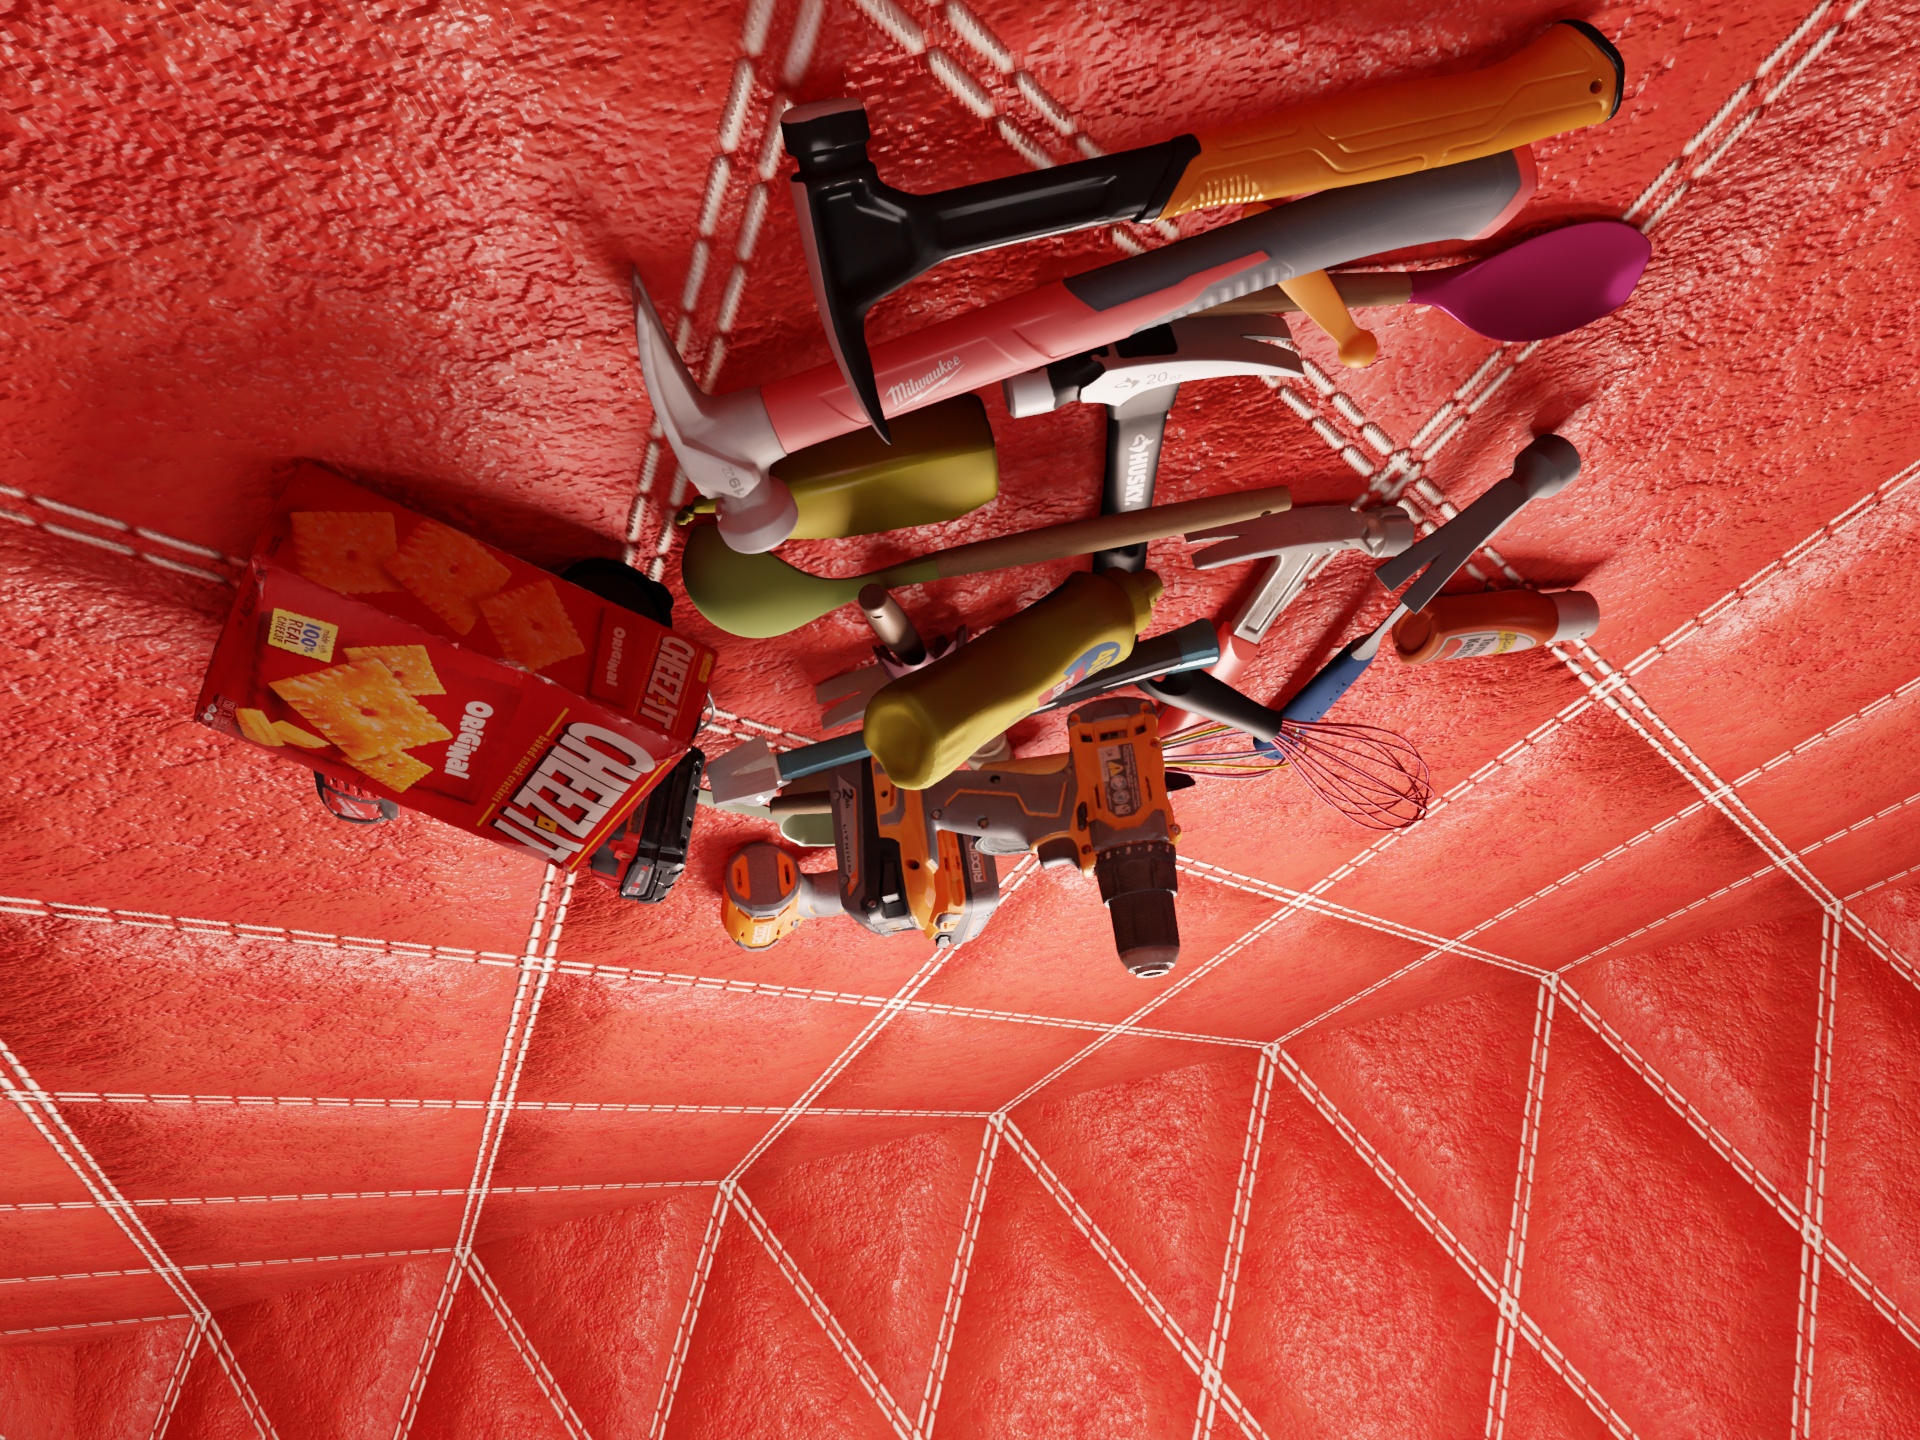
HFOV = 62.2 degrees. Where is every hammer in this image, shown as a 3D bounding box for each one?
[{"bbox_3d":[0.280,-0.053,1.105,0.144,0.035,0.405,-37,169,-20],"label":"hammer"},{"bbox_3d":[-0.002,-0.003,0.988,0.331,0.033,0.128,-17,175,6],"label":"hammer"},{"bbox_3d":[0.104,-0.210,0.628,0.337,0.034,0.127,-15,117,-7],"label":"hammer"},{"bbox_3d":[0.017,0.036,1.210,0.146,0.038,0.410,-15,158,8],"label":"hammer"},{"bbox_3d":[0.098,-0.117,0.900,0.146,0.035,0.334,-12,157,-2],"label":"hammer"},{"bbox_3d":[0.178,-0.041,1.120,0.149,0.037,0.359,-7,156,-15],"label":"hammer"},{"bbox_3d":[0.055,-0.189,0.682,0.386,0.038,0.143,-19,138,3],"label":"hammer"}]

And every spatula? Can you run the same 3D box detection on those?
[{"bbox_3d":[0.019,0.052,1.160,0.316,0.018,0.060,-3,-162,-11],"label":"spatula"}]

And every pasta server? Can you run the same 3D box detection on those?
[{"bbox_3d":[-0.030,-0.047,0.866,0.060,0.040,0.316,-13,174,3],"label":"pasta server"}]

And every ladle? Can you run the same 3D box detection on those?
[{"bbox_3d":[0.012,-0.098,0.834,0.320,0.062,0.078,-11,162,2],"label":"ladle"}]

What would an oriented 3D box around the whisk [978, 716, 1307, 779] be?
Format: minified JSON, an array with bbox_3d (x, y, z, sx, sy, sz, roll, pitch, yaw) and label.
[{"bbox_3d":[0.135,0.027,1.151,0.245,0.047,0.051,-7,158,-8],"label":"whisk"}]

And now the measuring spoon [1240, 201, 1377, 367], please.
[{"bbox_3d":[0.163,-0.199,0.736,0.021,0.011,0.116,-39,133,18],"label":"measuring spoon"}]

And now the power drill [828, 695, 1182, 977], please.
[{"bbox_3d":[0.035,0.090,1.061,0.226,0.185,0.084,-10,160,6],"label":"power drill"}]

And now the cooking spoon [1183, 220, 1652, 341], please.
[{"bbox_3d":[0.190,-0.207,0.762,0.319,0.017,0.068,-7,141,-15],"label":"cooking spoon"}]

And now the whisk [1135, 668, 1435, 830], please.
[{"bbox_3d":[0.228,0.011,1.104,0.295,0.073,0.073,23,140,-30],"label":"whisk"}]

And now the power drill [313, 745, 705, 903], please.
[{"bbox_3d":[-0.275,0.045,0.958,0.219,0.079,0.143,13,157,-14],"label":"power drill"}]

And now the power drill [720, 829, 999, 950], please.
[{"bbox_3d":[-0.093,0.153,1.368,0.226,0.084,0.164,-3,156,-13],"label":"power drill"}]

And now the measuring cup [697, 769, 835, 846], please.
[{"bbox_3d":[-0.136,0.053,1.171,0.167,0.038,0.083,15,146,-32],"label":"measuring cup"}]

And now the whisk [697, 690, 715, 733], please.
[{"bbox_3d":[-0.206,0.017,1.034,0.057,0.059,0.246,32,149,-8],"label":"whisk"}]
